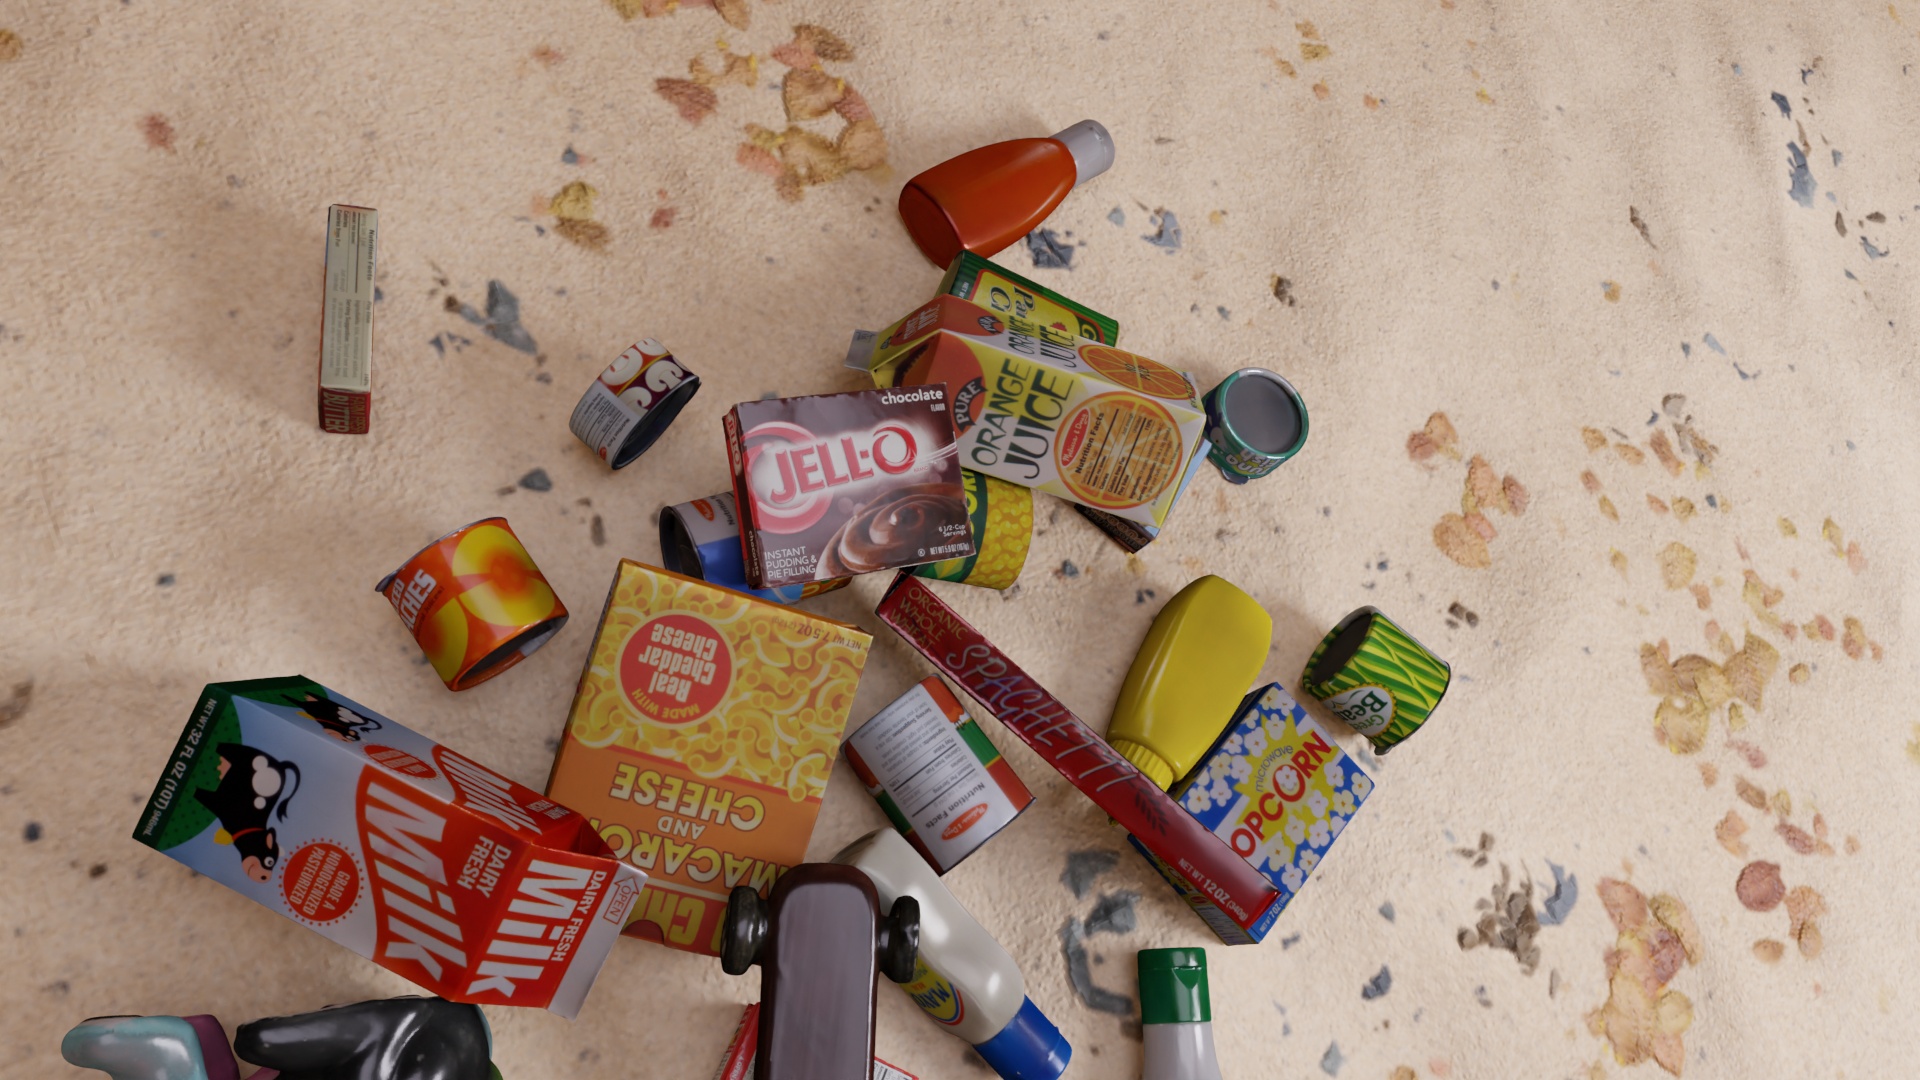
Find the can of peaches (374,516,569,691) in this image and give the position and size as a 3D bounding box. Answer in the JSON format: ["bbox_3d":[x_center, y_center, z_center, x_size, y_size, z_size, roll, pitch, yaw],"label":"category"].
[{"bbox_3d":[-0.232,0.032,0.662,0.071,0.071,0.058,-34,86,-28],"label":"can of peaches"}]

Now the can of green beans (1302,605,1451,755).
[{"bbox_3d":[0.247,0.081,0.829,0.058,0.071,0.071,38,62,-4],"label":"can of green beans"}]

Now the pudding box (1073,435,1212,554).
[{"bbox_3d":[0.112,-0.039,0.844,0.049,0.030,0.084,37,62,-3],"label":"pudding box"}]

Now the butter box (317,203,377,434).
[{"bbox_3d":[-0.307,-0.110,0.696,0.024,0.053,0.104,2,70,-23],"label":"butter box"}]

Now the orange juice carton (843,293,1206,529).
[{"bbox_3d":[0.031,-0.078,0.765,0.193,0.072,0.072,17,25,-5],"label":"orange juice carton"}]

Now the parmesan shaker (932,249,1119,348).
[{"bbox_3d":[0.032,-0.119,0.825,0.103,0.071,0.071,23,64,-11],"label":"parmesan shaker"}]

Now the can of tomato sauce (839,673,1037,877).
[{"bbox_3d":[-0.012,0.120,0.713,0.071,0.071,0.083,-34,81,-28],"label":"can of tomato sauce"}]

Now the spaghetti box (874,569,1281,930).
[{"bbox_3d":[0.057,0.107,0.721,0.250,0.050,0.029,40,85,6],"label":"spaghetti box"}]

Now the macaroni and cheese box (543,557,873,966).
[{"bbox_3d":[-0.126,0.105,0.657,0.124,0.040,0.166,18,87,-14],"label":"macaroni and cheese box"}]

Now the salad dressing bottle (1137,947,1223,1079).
[{"bbox_3d":[0.114,0.286,0.712,0.064,0.043,0.148,4,69,-19],"label":"salad dressing bottle"}]

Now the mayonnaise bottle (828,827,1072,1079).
[{"bbox_3d":[-0.007,0.210,0.685,0.148,0.064,0.041,48,49,-3],"label":"mayonnaise bottle"}]

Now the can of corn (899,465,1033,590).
[{"bbox_3d":[0.003,-0.010,0.767,0.058,0.071,0.071,10,67,-18],"label":"can of corn"}]

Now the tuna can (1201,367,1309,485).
[{"bbox_3d":[0.185,-0.073,0.883,0.071,0.032,0.071,8,67,-18],"label":"tuna can"}]

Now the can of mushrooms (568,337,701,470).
[{"bbox_3d":[-0.170,-0.073,0.728,0.033,0.070,0.071,41,62,-2],"label":"can of mushrooms"}]

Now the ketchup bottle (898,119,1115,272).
[{"bbox_3d":[0.035,-0.224,0.877,0.149,0.043,0.065,-33,82,-28],"label":"ketchup bottle"}]

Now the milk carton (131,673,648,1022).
[{"bbox_3d":[-0.232,0.130,0.588,0.191,0.073,0.072,26,89,4],"label":"milk carton"}]

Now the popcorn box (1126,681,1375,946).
[{"bbox_3d":[0.166,0.153,0.786,0.085,0.038,0.127,47,61,0],"label":"popcorn box"}]

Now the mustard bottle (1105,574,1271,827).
[{"bbox_3d":[0.118,0.094,0.784,0.065,0.048,0.161,38,63,-4],"label":"mustard bottle"}]

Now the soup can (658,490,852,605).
[{"bbox_3d":[-0.106,0.007,0.724,0.084,0.071,0.071,-16,77,-26],"label":"soup can"}]
